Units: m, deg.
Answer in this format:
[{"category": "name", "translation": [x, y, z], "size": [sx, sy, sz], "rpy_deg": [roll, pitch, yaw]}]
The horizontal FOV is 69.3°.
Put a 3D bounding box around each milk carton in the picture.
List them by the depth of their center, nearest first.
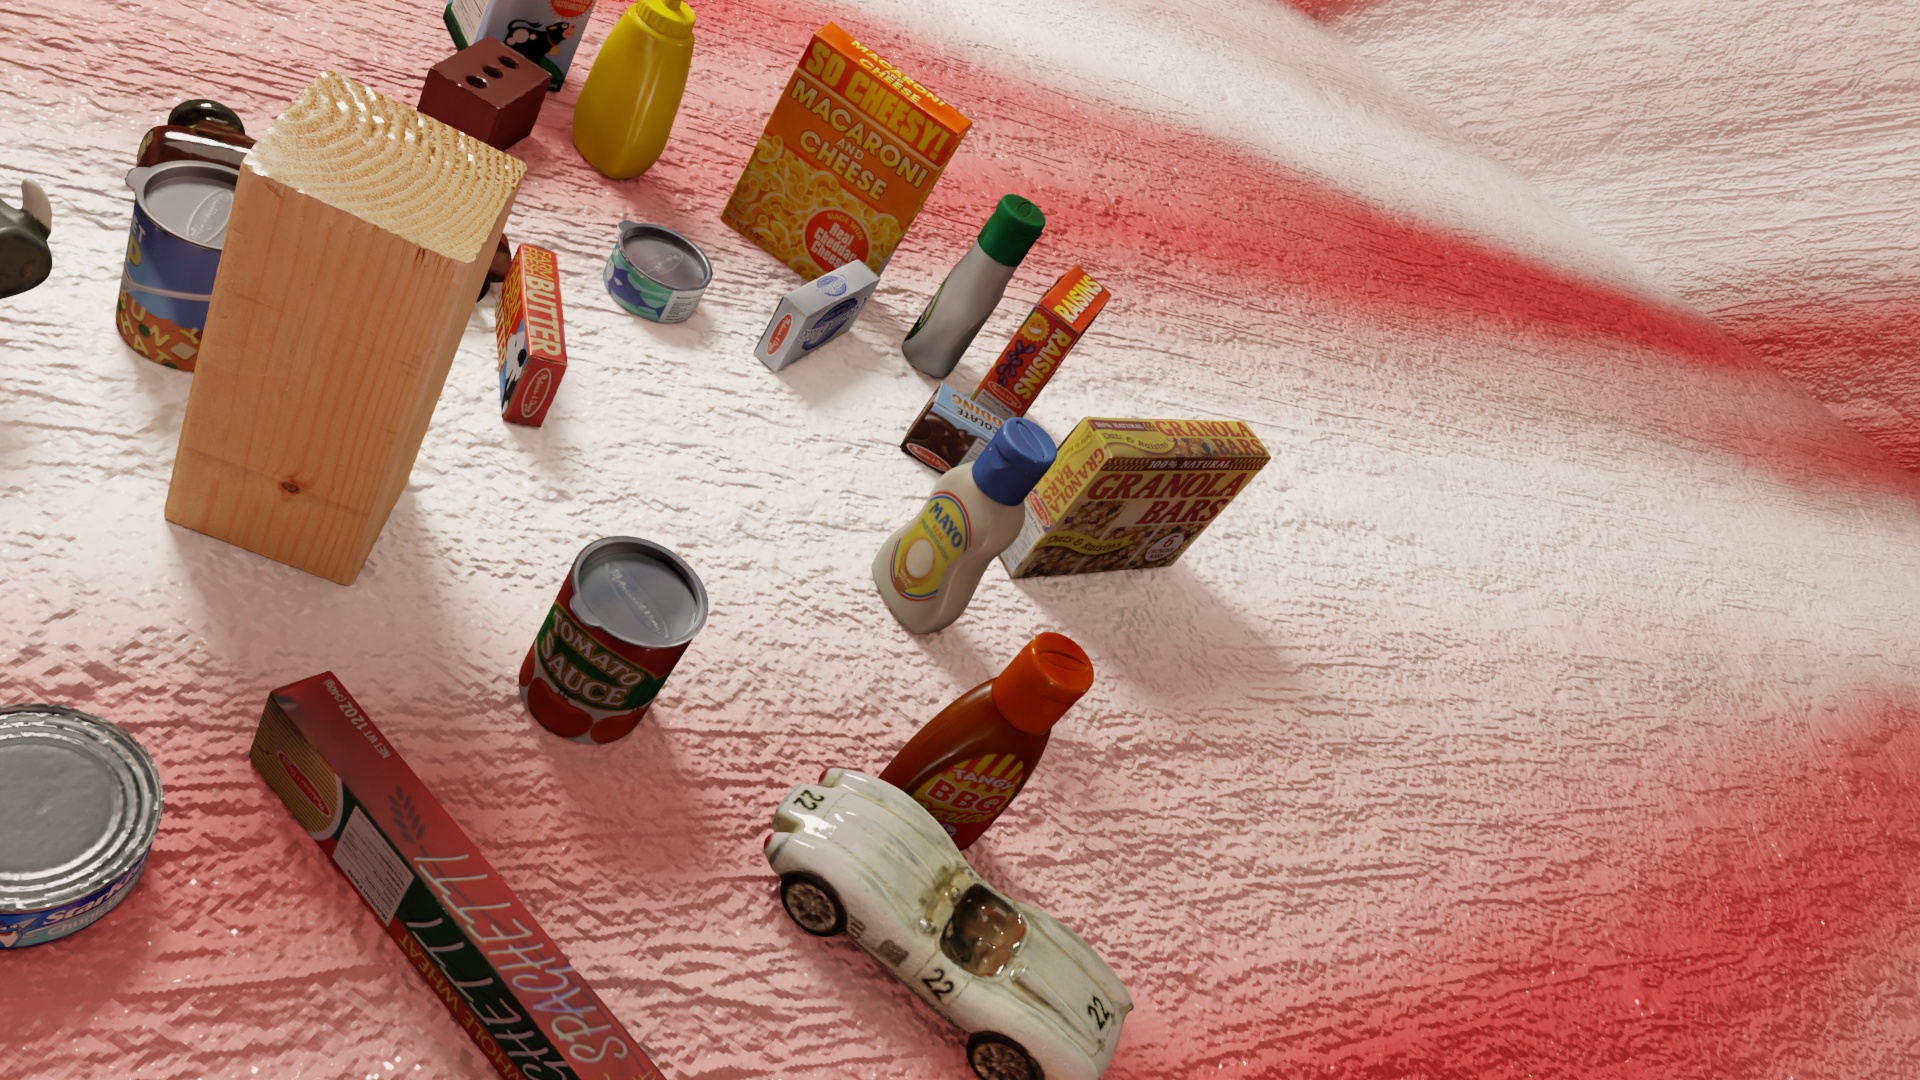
[{"category": "milk carton", "translation": [-0.295, -0.421, 0.981], "size": [0.072, 0.189, 0.073], "rpy_deg": [-3, 53, -42]}]

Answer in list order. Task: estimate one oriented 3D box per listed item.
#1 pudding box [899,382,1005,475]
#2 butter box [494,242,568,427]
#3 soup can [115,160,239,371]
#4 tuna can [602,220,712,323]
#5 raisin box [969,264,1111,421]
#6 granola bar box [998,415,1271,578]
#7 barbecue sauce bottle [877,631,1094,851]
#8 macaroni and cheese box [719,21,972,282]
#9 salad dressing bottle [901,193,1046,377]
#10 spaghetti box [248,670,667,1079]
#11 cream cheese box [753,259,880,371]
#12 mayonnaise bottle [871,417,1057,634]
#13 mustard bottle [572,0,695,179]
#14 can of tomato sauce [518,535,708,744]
[{"category": "pudding box", "translation": [0.007, -0.066, 0.965], "size": [0.084, 0.049, 0.030], "rpy_deg": [30, 37, -10]}, {"category": "butter box", "translation": [-0.251, -0.121, 0.809], "size": [0.024, 0.053, 0.104], "rpy_deg": [11, 44, -32]}, {"category": "soup can", "translation": [-0.382, -0.137, 0.693], "size": [0.071, 0.083, 0.072], "rpy_deg": [23, 39, -19]}, {"category": "tuna can", "translation": [-0.204, -0.180, 0.927], "size": [0.071, 0.032, 0.071], "rpy_deg": [22, 39, -19]}, {"category": "raisin box", "translation": [0.052, -0.132, 1.012], "size": [0.040, 0.122, 0.086], "rpy_deg": [38, 36, 0]}, {"category": "granola bar box", "translation": [0.117, -0.030, 0.955], "size": [0.166, 0.123, 0.039], "rpy_deg": [-3, 52, -41]}, {"category": "barbecue sauce bottle", "translation": [0.013, 0.103, 0.705], "size": [0.065, 0.147, 0.044], "rpy_deg": [18, 41, -24]}, {"category": "macaroni and cheese box", "translation": [-0.085, -0.269, 1.010], "size": [0.124, 0.165, 0.040], "rpy_deg": [35, 36, -4]}, {"category": "salad dressing bottle", "translation": [0.010, -0.185, 1.013], "size": [0.044, 0.147, 0.064], "rpy_deg": [36, 36, -3]}, {"category": "spaghetti box", "translation": [-0.196, 0.159, 0.555], "size": [0.250, 0.050, 0.029], "rpy_deg": [46, 37, 11]}, {"category": "cream cheese box", "translation": [-0.100, -0.159, 0.973], "size": [0.024, 0.053, 0.104], "rpy_deg": [41, 37, 4]}, {"category": "mayonnaise bottle", "translation": [0.003, -0.010, 0.819], "size": [0.041, 0.147, 0.065], "rpy_deg": [-10, 57, -45]}, {"category": "mustard bottle", "translation": [-0.220, -0.330, 0.970], "size": [0.065, 0.159, 0.049], "rpy_deg": [45, 37, 10]}, {"category": "can of tomato sauce", "translation": [-0.169, 0.050, 0.667], "size": [0.071, 0.082, 0.071], "rpy_deg": [23, 39, -19]}]
